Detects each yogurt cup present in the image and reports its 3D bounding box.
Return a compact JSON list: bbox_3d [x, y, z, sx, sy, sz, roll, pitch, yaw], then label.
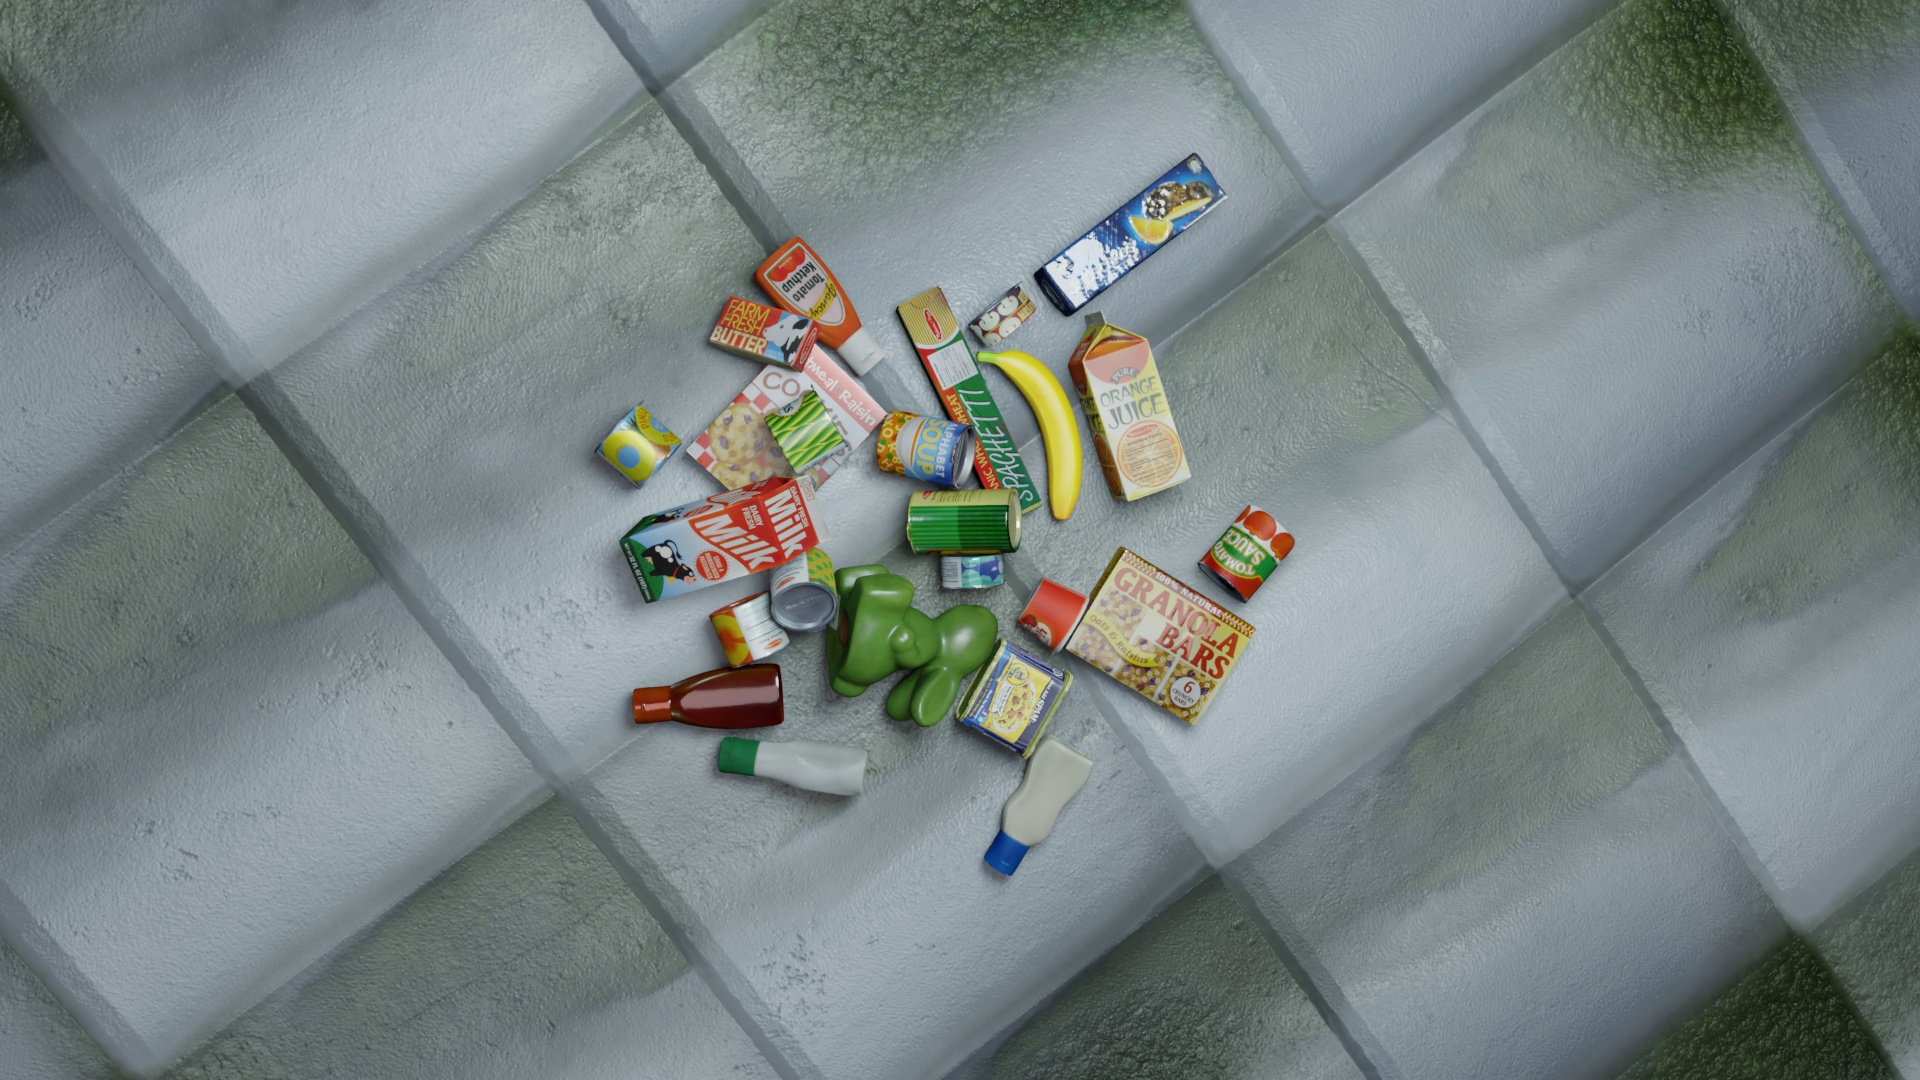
[{"bbox_3d":[0.094,0.074,1.439,0.054,0.072,0.072,31,90,0],"label":"yogurt cup"}]

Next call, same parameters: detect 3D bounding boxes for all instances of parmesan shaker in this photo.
[{"bbox_3d":[0.005,-0.018,1.400,0.103,0.071,0.071,-1,94,16],"label":"parmesan shaker"}]

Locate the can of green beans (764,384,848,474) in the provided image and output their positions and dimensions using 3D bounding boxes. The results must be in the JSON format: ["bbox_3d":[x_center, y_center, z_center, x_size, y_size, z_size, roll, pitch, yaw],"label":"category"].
[{"bbox_3d":[-0.150,-0.106,1.353,0.058,0.071,0.071,-30,97,-3],"label":"can of green beans"}]

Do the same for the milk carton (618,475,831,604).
[{"bbox_3d":[-0.225,-0.006,1.357,0.190,0.074,0.072,-15,107,11],"label":"milk carton"}]

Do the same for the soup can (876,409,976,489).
[{"bbox_3d":[-0.035,-0.092,1.393,0.084,0.071,0.071,13,92,16],"label":"soup can"}]

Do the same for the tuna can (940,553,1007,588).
[{"bbox_3d":[0.015,0.030,1.424,0.071,0.071,0.033,-3,94,-7],"label":"tuna can"}]

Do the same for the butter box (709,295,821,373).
[{"bbox_3d":[-0.194,-0.205,1.375,0.103,0.024,0.053,19,79,23],"label":"butter box"}]

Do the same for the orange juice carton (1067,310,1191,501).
[{"bbox_3d":[0.167,-0.143,1.430,0.073,0.072,0.192,-20,96,-6],"label":"orange juice carton"}]

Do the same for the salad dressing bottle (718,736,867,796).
[{"bbox_3d":[-0.171,0.228,1.418,0.148,0.064,0.043,8,109,0],"label":"salad dressing bottle"}]

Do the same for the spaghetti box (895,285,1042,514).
[{"bbox_3d":[0.009,-0.138,1.431,0.050,0.029,0.249,-26,97,-5],"label":"spaghetti box"}]

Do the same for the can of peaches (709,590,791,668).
[{"bbox_3d":[-0.214,0.089,1.400,0.071,0.071,0.058,-22,97,-5],"label":"can of peaches"}]

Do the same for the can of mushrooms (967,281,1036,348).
[{"bbox_3d":[0.044,-0.229,1.410,0.071,0.071,0.033,-40,99,-3],"label":"can of mushrooms"}]

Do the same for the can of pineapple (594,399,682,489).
[{"bbox_3d":[-0.317,-0.094,1.373,0.058,0.071,0.071,41,88,-9],"label":"can of pineapple"}]

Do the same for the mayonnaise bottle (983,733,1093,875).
[{"bbox_3d":[0.077,0.280,1.461,0.065,0.041,0.148,32,90,-7],"label":"mayonnaise bottle"}]

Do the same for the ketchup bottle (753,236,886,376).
[{"bbox_3d":[-0.137,-0.231,1.399,0.065,0.043,0.148,-44,98,-10],"label":"ketchup bottle"}]

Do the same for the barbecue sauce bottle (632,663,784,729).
[{"bbox_3d":[-0.255,0.162,1.409,0.149,0.044,0.064,-5,96,-6],"label":"barbecue sauce bottle"}]

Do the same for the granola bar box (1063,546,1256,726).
[{"bbox_3d":[0.208,0.101,1.467,0.165,0.039,0.124,31,90,-8],"label":"granola bar box"}]

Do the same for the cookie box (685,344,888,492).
[{"bbox_3d":[-0.173,-0.110,1.405,0.123,0.040,0.167,44,89,-8],"label":"cookie box"}]

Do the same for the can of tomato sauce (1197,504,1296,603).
[{"bbox_3d":[0.301,0.013,1.458,0.071,0.071,0.083,42,88,-8],"label":"can of tomato sauce"}]

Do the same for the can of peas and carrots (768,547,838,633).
[{"bbox_3d":[-0.156,0.049,1.388,0.071,0.059,0.070,-6,131,-7],"label":"can of peas and carrots"}]
